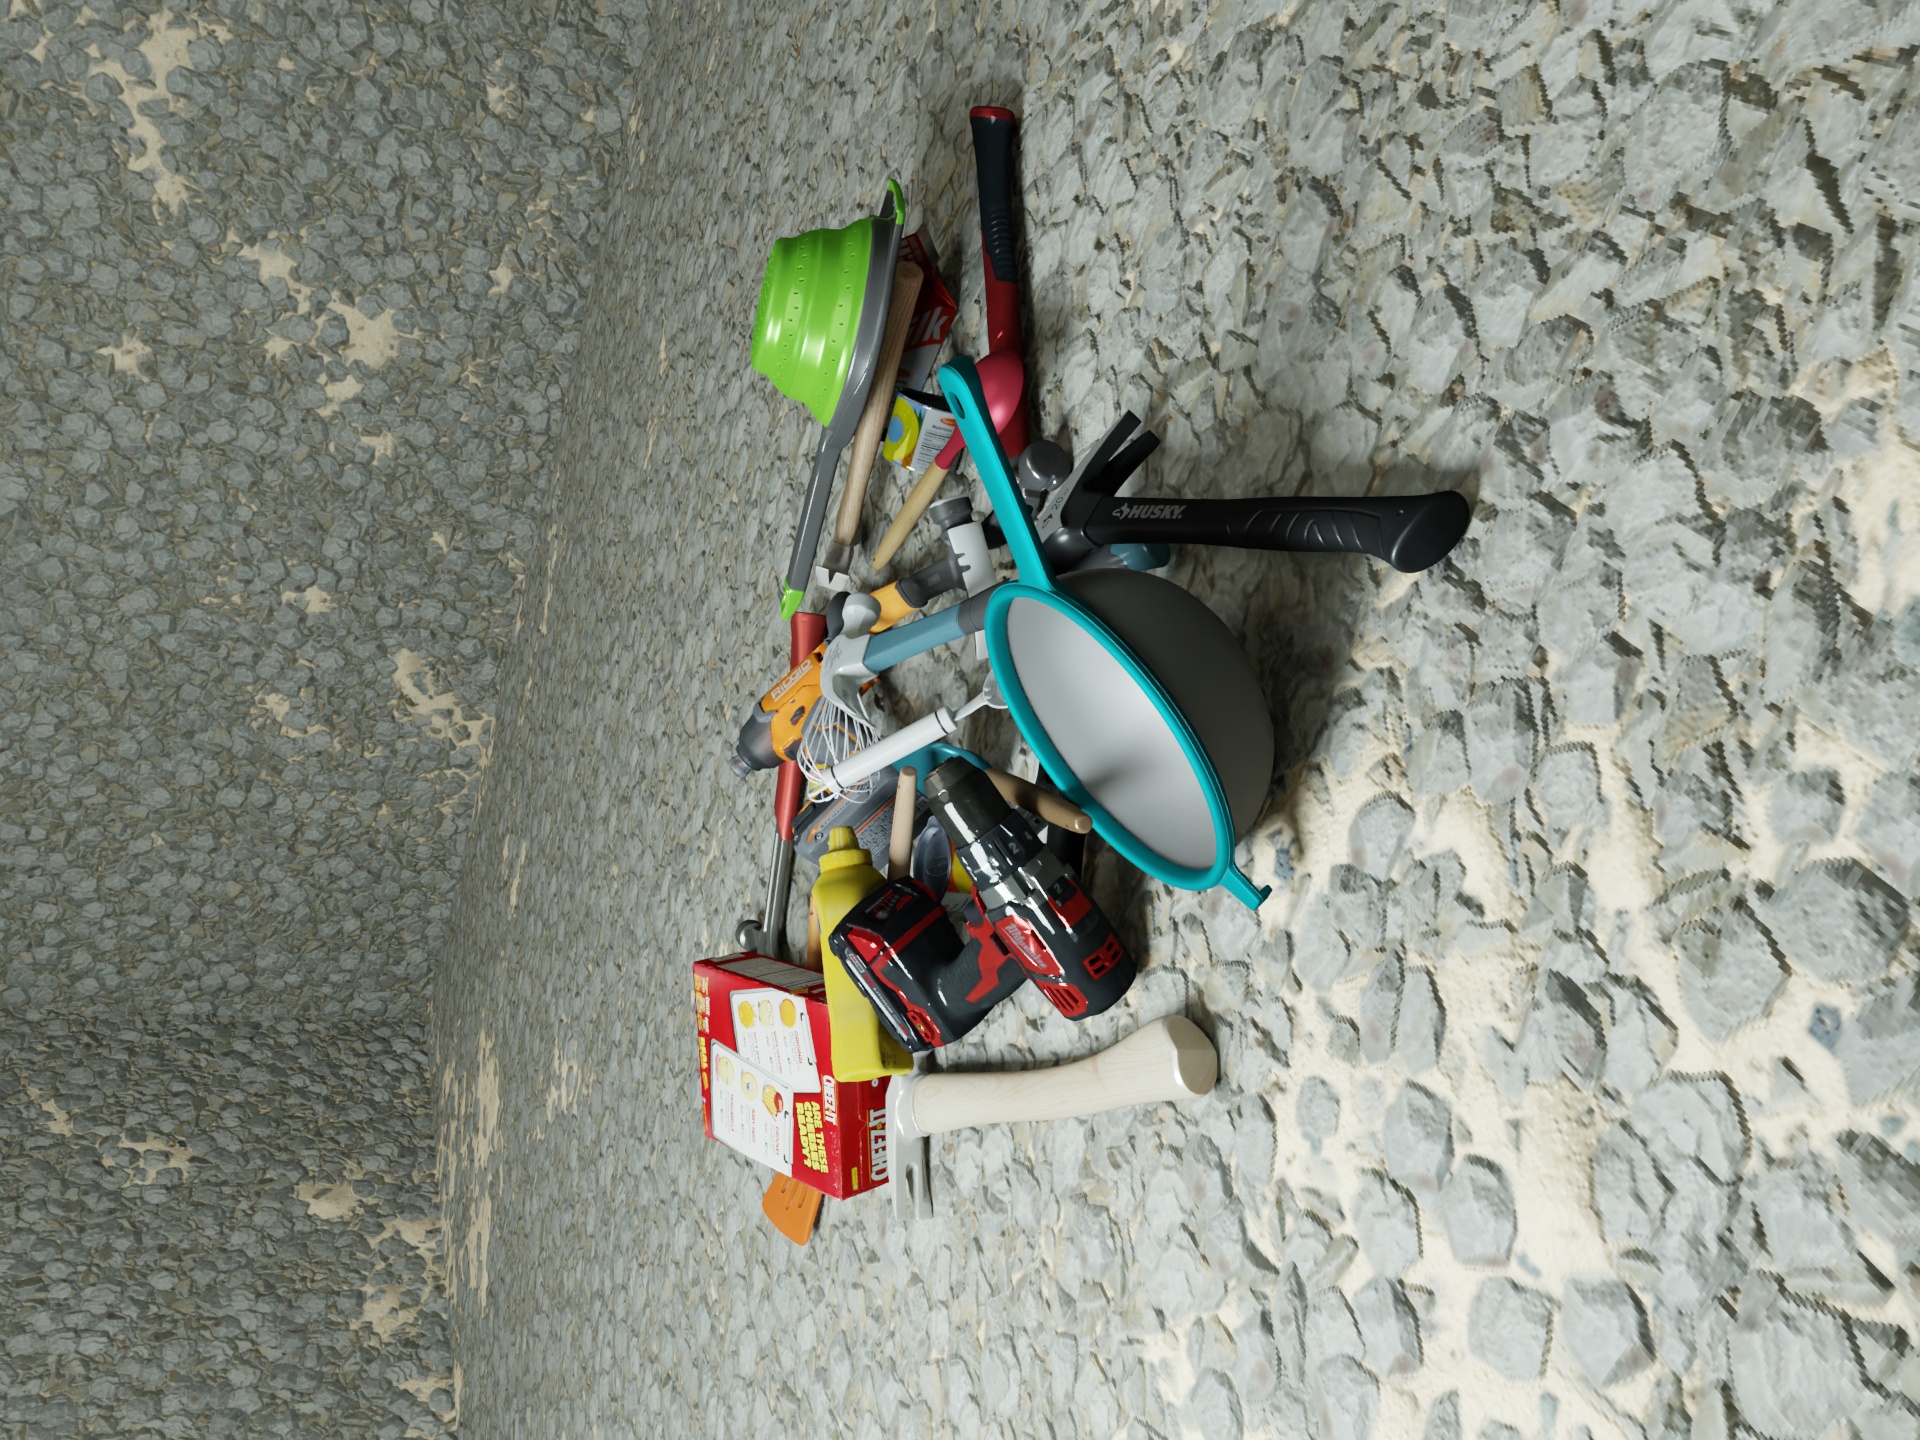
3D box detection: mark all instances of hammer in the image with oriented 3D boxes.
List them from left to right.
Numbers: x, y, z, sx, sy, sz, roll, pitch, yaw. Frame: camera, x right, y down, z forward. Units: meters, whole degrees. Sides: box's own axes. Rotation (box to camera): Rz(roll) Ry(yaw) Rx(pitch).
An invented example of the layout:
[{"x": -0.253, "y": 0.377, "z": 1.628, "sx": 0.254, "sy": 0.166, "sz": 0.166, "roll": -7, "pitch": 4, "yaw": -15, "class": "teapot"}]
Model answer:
[{"x": -0.170, "y": 0.071, "z": 1.599, "sx": 0.149, "sy": 0.036, "sz": 0.359, "roll": 11, "pitch": 94, "yaw": 64, "class": "hammer"}, {"x": -0.082, "y": -0.250, "z": 1.403, "sx": 0.130, "sy": 0.031, "sz": 0.331, "roll": -79, "pitch": 6, "yaw": -47, "class": "hammer"}, {"x": -0.047, "y": -0.098, "z": 1.368, "sx": 0.337, "sy": 0.034, "sz": 0.127, "roll": -13, "pitch": 94, "yaw": 68, "class": "hammer"}, {"x": 0.015, "y": -0.080, "z": 1.147, "sx": 0.331, "sy": 0.033, "sz": 0.128, "roll": -19, "pitch": 45, "yaw": 42, "class": "hammer"}, {"x": 0.028, "y": -0.331, "z": 1.298, "sx": 0.143, "sy": 0.038, "sz": 0.387, "roll": 140, "pitch": 131, "yaw": -57, "class": "hammer"}, {"x": 0.046, "y": 0.268, "z": 1.099, "sx": 0.410, "sy": 0.038, "sz": 0.146, "roll": -31, "pitch": 57, "yaw": 58, "class": "hammer"}, {"x": 0.158, "y": -0.121, "z": 0.934, "sx": 0.335, "sy": 0.035, "sz": 0.146, "roll": 12, "pitch": 68, "yaw": 57, "class": "hammer"}]

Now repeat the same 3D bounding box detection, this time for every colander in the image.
[{"x": -0.141, "y": -0.268, "z": 1.358, "sx": 0.205, "sy": 0.094, "sz": 0.396, "roll": -101, "pitch": 25, "yaw": -57, "class": "colander"}]

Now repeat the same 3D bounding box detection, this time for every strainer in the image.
[{"x": -0.002, "y": -0.004, "z": 1.157, "sx": 0.258, "sy": 0.050, "sz": 0.087, "roll": -28, "pitch": 29, "yaw": 13, "class": "strainer"}, {"x": 0.089, "y": -0.064, "z": 0.899, "sx": 0.211, "sy": 0.095, "sz": 0.340, "roll": 25, "pitch": 144, "yaw": 59, "class": "strainer"}]

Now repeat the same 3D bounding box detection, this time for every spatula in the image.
[{"x": -0.141, "y": 0.311, "z": 1.434, "sx": 0.081, "sy": 0.041, "sz": 0.322, "roll": 21, "pitch": 112, "yaw": 51, "class": "spatula"}, {"x": -0.052, "y": 0.157, "z": 1.270, "sx": 0.060, "sy": 0.018, "sz": 0.315, "roll": -114, "pitch": 23, "yaw": -46, "class": "spatula"}, {"x": 0.024, "y": 0.053, "z": 1.105, "sx": 0.044, "sy": 0.082, "sz": 0.318, "roll": -50, "pitch": 16, "yaw": -6, "class": "spatula"}]

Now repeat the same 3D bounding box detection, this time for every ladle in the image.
[{"x": -0.022, "y": -0.200, "z": 1.303, "sx": 0.315, "sy": 0.031, "sz": 0.069, "roll": 132, "pitch": 136, "yaw": -59, "class": "ladle"}]

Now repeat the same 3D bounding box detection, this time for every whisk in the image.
[{"x": -0.099, "y": -0.029, "z": 1.316, "sx": 0.285, "sy": 0.070, "sz": 0.070, "roll": -95, "pitch": 25, "yaw": -54, "class": "whisk"}]

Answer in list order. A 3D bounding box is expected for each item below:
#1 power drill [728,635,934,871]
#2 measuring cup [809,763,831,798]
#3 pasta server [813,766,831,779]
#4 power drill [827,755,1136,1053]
[{"x": -0.119, "y": 0.038, "z": 1.381, "sx": 0.164, "sy": 0.084, "sz": 0.227, "roll": -42, "pitch": 41, "yaw": 9, "class": "power drill"}, {"x": -0.122, "y": 0.011, "z": 1.522, "sx": 0.062, "sy": 0.029, "sz": 0.156, "roll": -11, "pitch": 76, "yaw": 63, "class": "measuring cup"}, {"x": -0.111, "y": 0.168, "z": 1.449, "sx": 0.060, "sy": 0.040, "sz": 0.316, "roll": -9, "pitch": 76, "yaw": 53, "class": "pasta server"}, {"x": -0.001, "y": 0.130, "z": 1.080, "sx": 0.188, "sy": 0.080, "sz": 0.226, "roll": 55, "pitch": 143, "yaw": -3, "class": "power drill"}]
